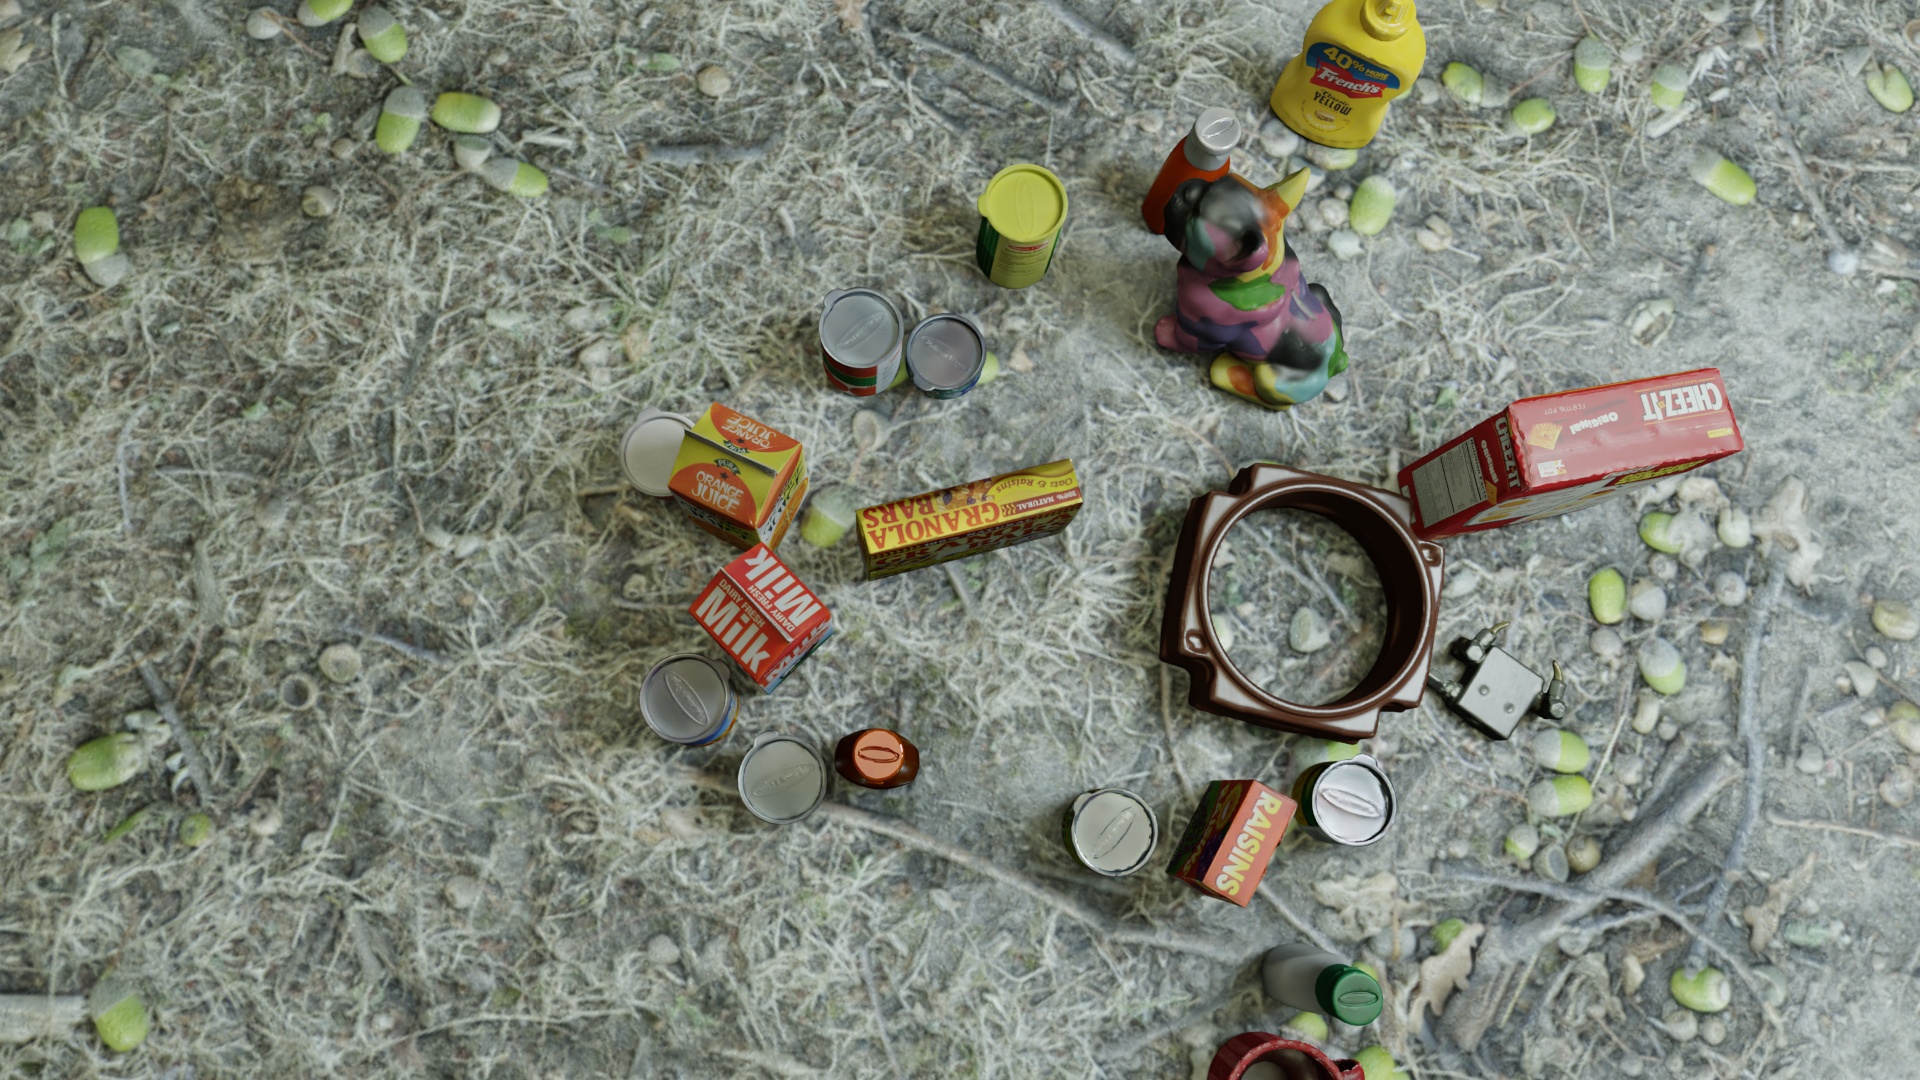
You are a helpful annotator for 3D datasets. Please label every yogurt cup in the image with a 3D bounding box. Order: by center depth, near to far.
[{"bbox_3d":[-0.233,-0.063,1.102,0.072,0.054,0.072,1,79,-4],"label":"yogurt cup"}]

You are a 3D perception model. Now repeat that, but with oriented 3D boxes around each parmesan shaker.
[{"bbox_3d":[0.045,-0.255,1.135,0.071,0.103,0.071,1,79,-4],"label":"parmesan shaker"}]

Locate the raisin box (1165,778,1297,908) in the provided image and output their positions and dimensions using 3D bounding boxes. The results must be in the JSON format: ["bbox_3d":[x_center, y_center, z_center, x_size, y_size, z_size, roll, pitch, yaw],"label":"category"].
[{"bbox_3d":[0.201,0.225,1.040,0.040,0.123,0.086,30,79,2],"label":"raisin box"}]

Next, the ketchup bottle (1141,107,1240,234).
[{"bbox_3d":[0.191,-0.302,1.131,0.065,0.148,0.043,-30,83,-9],"label":"ketchup bottle"}]

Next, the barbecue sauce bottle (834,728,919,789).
[{"bbox_3d":[-0.061,0.161,1.022,0.065,0.148,0.044,8,79,-2],"label":"barbecue sauce bottle"}]

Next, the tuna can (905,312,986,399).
[{"bbox_3d":[-0.014,-0.149,1.146,0.071,0.032,0.071,1,79,-4],"label":"tuna can"}]

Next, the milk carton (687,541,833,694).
[{"bbox_3d":[-0.143,0.058,1.015,0.073,0.190,0.072,-44,85,-10],"label":"milk carton"}]

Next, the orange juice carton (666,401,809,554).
[{"bbox_3d":[-0.163,-0.044,1.033,0.072,0.192,0.073,26,79,1],"label":"orange juice carton"}]

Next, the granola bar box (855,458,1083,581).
[{"bbox_3d":[0.004,-0.013,1.073,0.166,0.124,0.039,-14,81,-6],"label":"granola bar box"}]

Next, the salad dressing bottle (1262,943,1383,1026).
[{"bbox_3d":[0.264,0.324,1.013,0.064,0.147,0.044,-2,80,-4],"label":"salad dressing bottle"}]

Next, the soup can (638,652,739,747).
[{"bbox_3d":[-0.201,0.121,1.053,0.071,0.083,0.071,1,79,-4],"label":"soup can"}]

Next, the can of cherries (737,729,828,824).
[{"bbox_3d":[-0.134,0.180,1.059,0.071,0.058,0.071,1,79,-4],"label":"can of cherries"}]

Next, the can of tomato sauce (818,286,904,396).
[{"bbox_3d":[-0.081,-0.159,1.117,0.071,0.083,0.071,1,79,-4],"label":"can of tomato sauce"}]

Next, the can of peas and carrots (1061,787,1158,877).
[{"bbox_3d":[0.112,0.222,1.068,0.071,0.058,0.071,1,79,-4],"label":"can of peas and carrots"}]

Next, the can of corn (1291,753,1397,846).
[{"bbox_3d":[0.299,0.202,1.085,0.071,0.058,0.071,1,79,-4],"label":"can of corn"}]
